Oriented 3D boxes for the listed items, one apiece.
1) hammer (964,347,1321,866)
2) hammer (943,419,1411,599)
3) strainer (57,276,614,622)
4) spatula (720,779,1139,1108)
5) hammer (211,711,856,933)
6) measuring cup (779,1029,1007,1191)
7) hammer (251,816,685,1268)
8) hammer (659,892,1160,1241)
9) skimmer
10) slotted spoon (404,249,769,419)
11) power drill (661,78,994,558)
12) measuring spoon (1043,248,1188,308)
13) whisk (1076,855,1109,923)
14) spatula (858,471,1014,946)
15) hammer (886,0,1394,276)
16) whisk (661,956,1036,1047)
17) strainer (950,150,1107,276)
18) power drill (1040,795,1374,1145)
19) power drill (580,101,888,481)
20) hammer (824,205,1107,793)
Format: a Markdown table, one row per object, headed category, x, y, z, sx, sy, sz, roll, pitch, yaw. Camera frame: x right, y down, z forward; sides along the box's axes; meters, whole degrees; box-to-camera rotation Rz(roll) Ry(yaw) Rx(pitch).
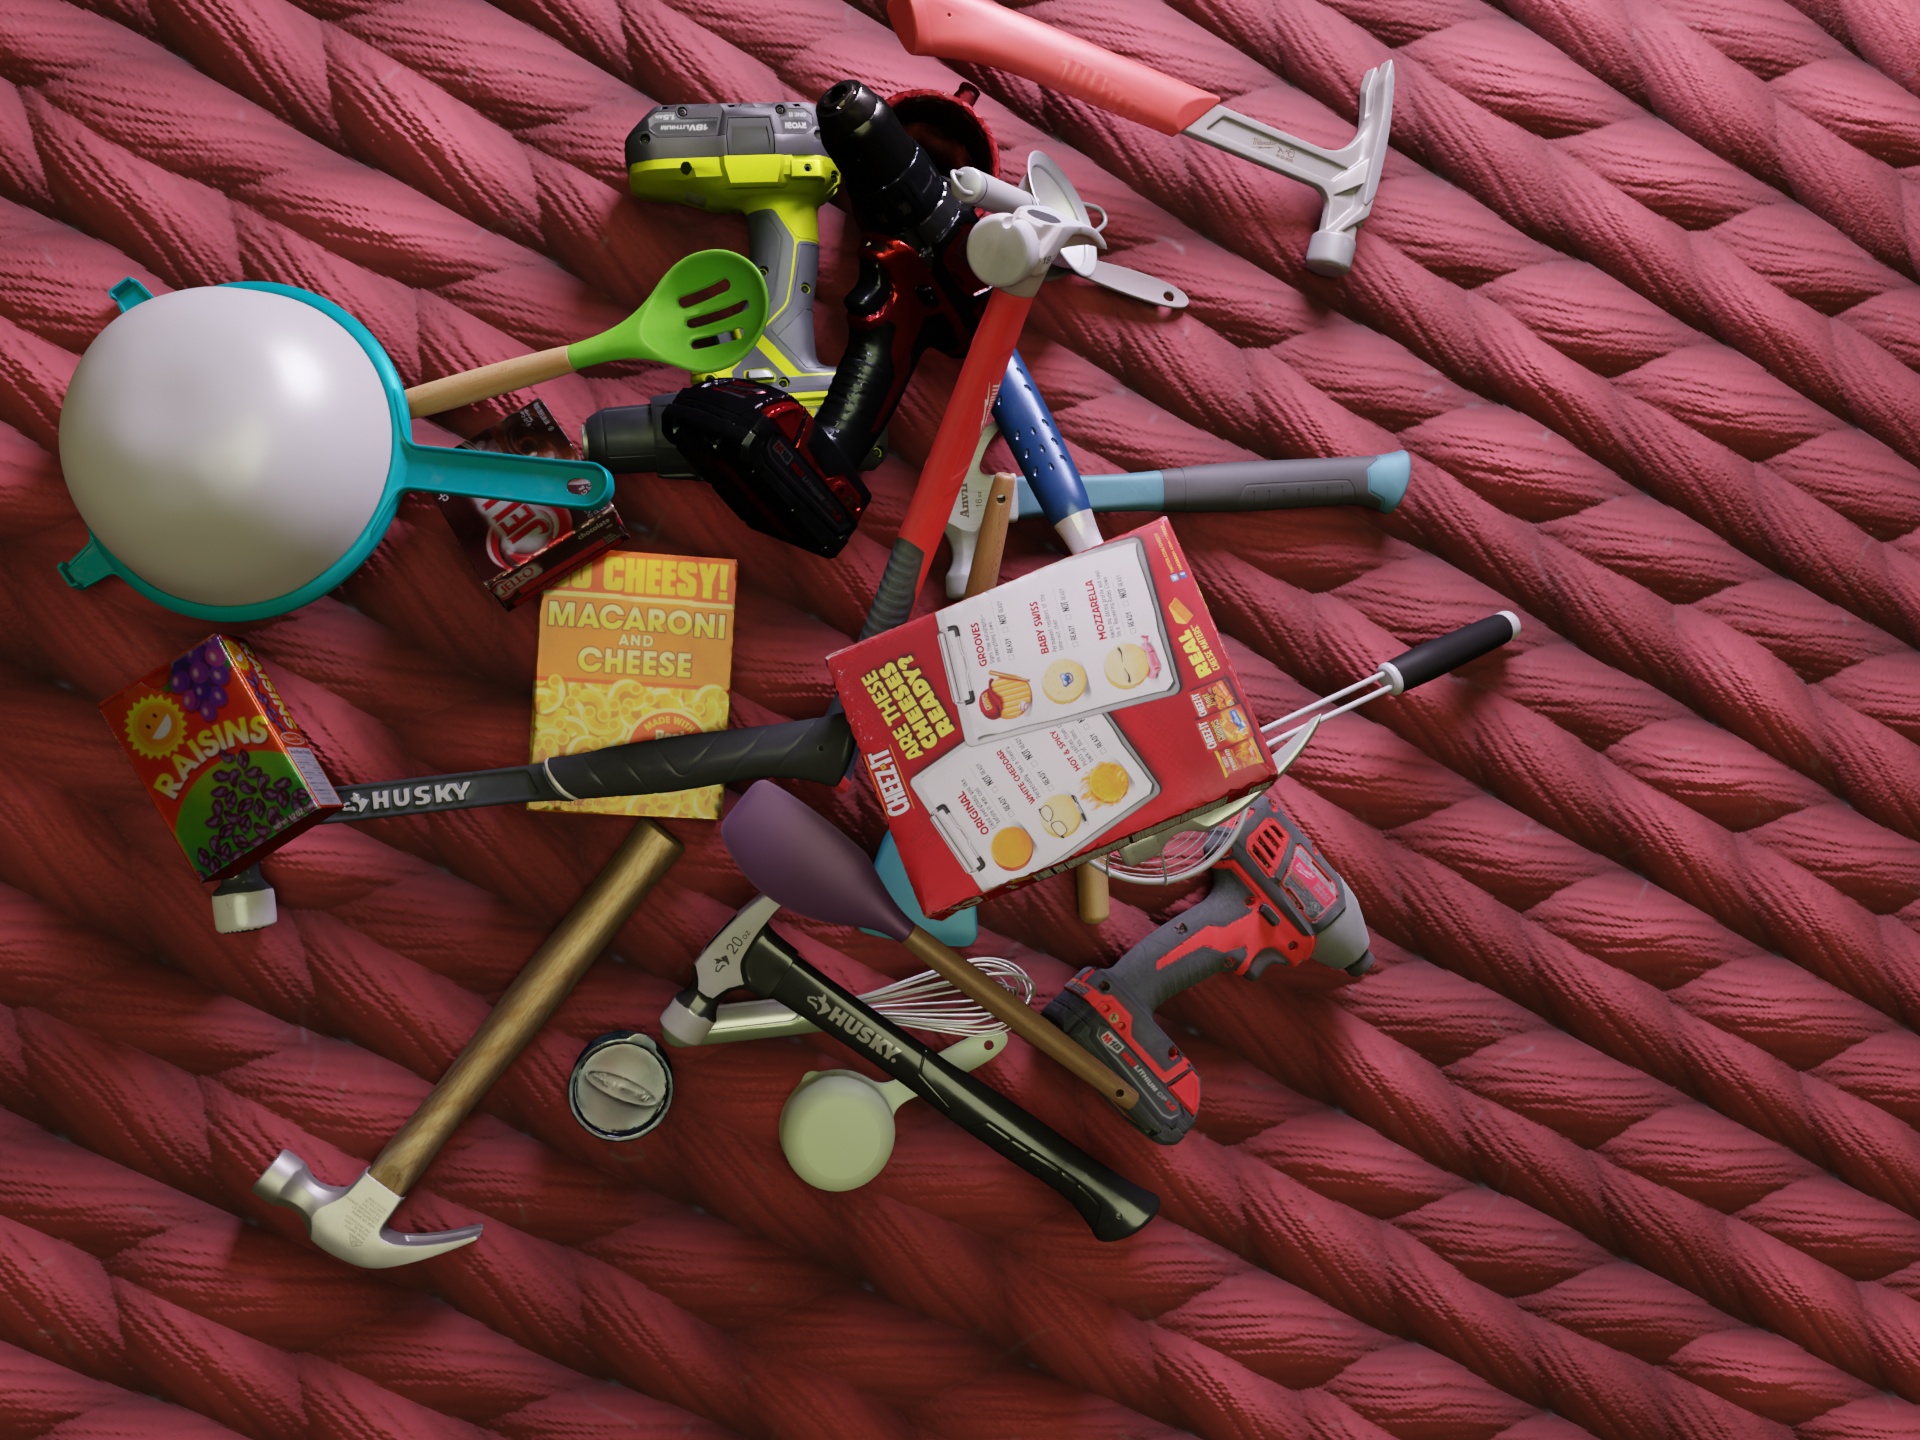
| category | x | y | z | sx | sy | sz | roll | pitch | yaw |
| --- | --- | --- | --- | --- | --- | --- | --- | --- | --- |
| hammer | 0.081 | -0.120 | 0.999 | 0.144 | 0.035 | 0.406 | -26 | 75 | 2 |
| hammer | 0.149 | -0.156 | 1.084 | 0.331 | 0.033 | 0.128 | -4 | 92 | -10 |
| strainer | -0.376 | -0.160 | 0.918 | 0.340 | 0.095 | 0.211 | 7 | 85 | 6 |
| spatula | -0.014 | 0.148 | 0.979 | 0.315 | 0.018 | 0.060 | 37 | 94 | -11 |
| hammer | -0.264 | 0.033 | 0.974 | 0.409 | 0.036 | 0.149 | -7 | 89 | 3 |
| measuring cup | -0.040 | 0.251 | 1.051 | 0.167 | 0.038 | 0.083 | -27 | 95 | -6 |
| hammer | -0.289 | 0.202 | 1.012 | 0.130 | 0.031 | 0.331 | 39 | 84 | -8 |
| hammer | -0.013 | 0.223 | 1.012 | 0.334 | 0.035 | 0.146 | 35 | 94 | -5 |
| skimmer | 0.229 | -0.002 | 1.075 | 0.363 | 0.090 | 0.127 | -22 | 86 | -27 |
| slotted spoon | -0.260 | -0.216 | 0.969 | 0.314 | 0.031 | 0.070 | -13 | 94 | 11 |
| power drill | -0.071 | -0.230 | 0.918 | 0.227 | 0.080 | 0.187 | -55 | 139 | -12 |
| measuring spoon | 0.097 | -0.299 | 1.084 | 0.124 | 0.018 | 0.034 | 13 | 68 | -16 |
| whisk | 0.080 | 0.017 | 1.061 | 0.051 | 0.047 | 0.245 | -3 | 99 | 4 |
| spatula | -0.002 | -0.003 | 1.024 | 0.082 | 0.044 | 0.317 | 9 | 112 | -7 |
| hammer | 0.125 | -0.416 | 1.038 | 0.359 | 0.037 | 0.149 | 13 | 89 | -23 |
| whisk | -0.072 | 0.189 | 1.043 | 0.246 | 0.059 | 0.058 | -5 | 53 | -6 |
| strainer | 0.037 | -0.315 | 0.977 | 0.050 | 0.258 | 0.087 | -21 | 93 | 21 |
| power drill | 0.173 | 0.172 | 1.072 | 0.219 | 0.078 | 0.143 | -43 | 97 | -10 |
| power drill | -0.151 | -0.263 | 1.010 | 0.190 | 0.080 | 0.228 | -5 | 94 | -11 |
| hammer | -0.015 | -0.125 | 0.977 | 0.038 | 0.143 | 0.386 | 29 | 117 | 12 |
